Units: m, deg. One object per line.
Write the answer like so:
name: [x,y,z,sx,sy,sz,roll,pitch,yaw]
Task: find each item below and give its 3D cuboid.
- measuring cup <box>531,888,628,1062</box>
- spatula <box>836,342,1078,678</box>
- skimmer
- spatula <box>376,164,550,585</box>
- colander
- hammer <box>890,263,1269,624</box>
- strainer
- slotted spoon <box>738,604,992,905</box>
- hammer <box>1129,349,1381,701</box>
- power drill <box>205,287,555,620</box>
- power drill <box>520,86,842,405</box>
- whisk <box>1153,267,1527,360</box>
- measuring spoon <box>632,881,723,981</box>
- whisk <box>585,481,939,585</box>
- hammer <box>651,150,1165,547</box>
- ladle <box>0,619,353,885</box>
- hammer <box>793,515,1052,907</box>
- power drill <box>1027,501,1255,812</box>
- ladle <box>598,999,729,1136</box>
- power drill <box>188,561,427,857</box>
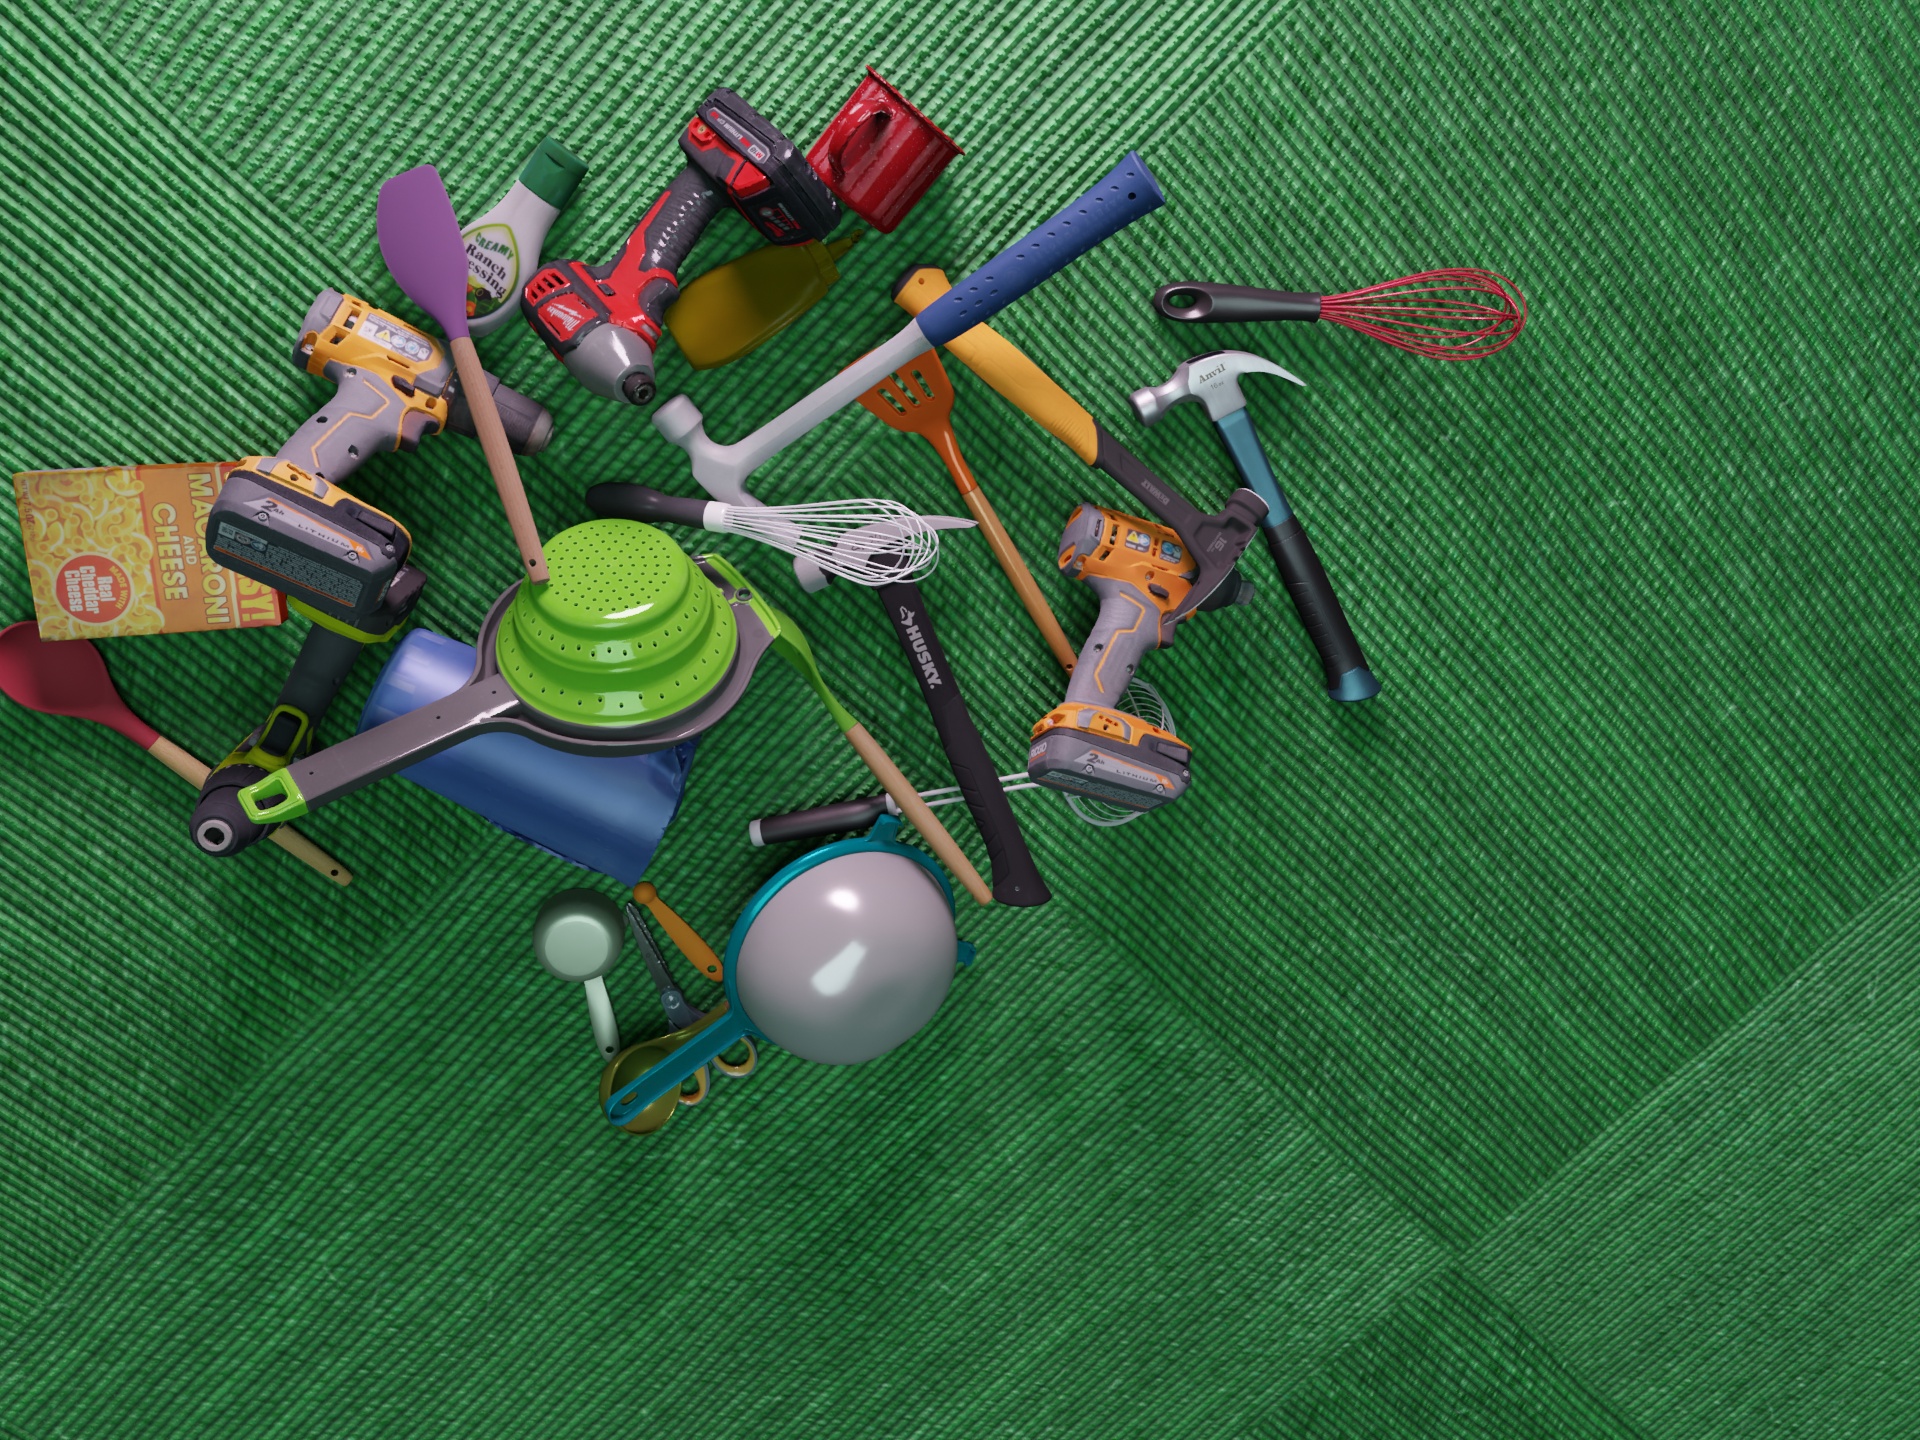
measuring cup: [-0.314,0.225,1.350,0.083,0.038,0.167,-11,108,-4]
spatula: [0.017,-0.159,1.262,0.081,0.041,0.322,-24,113,19]
skimmer: [0.004,0.052,1.342,0.363,0.090,0.127,-11,106,7]
spatula: [-0.345,-0.242,1.115,0.060,0.018,0.316,-21,84,5]
colander: [-0.317,-0.045,1.121,0.397,0.205,0.094,-28,147,-26]
hammer: [0.079,-0.221,1.215,0.337,0.034,0.127,40,70,-7]
strainer: [-0.133,0.244,1.299,0.340,0.095,0.210,-35,129,-10]
slotted spoon: [-0.072,0.026,1.277,0.031,0.070,0.313,-40,99,-14]
hammer: [0.265,-0.152,1.306,0.128,0.033,0.330,-29,111,4]
power drill: [-0.400,-0.182,1.115,0.185,0.226,0.084,25,143,-19]
power drill: [-0.198,-0.322,1.116,0.219,0.143,0.078,-43,148,3]
whisk: [0.297,-0.321,1.241,0.296,0.073,0.073,2,109,-3]
measuring spoon: [-0.240,0.183,1.361,0.021,0.011,0.116,-35,110,5]
whisk: [-0.152,-0.147,1.197,0.284,0.070,0.070,10,109,13]
hammer: [-0.031,-0.273,1.162,0.405,0.035,0.144,-30,114,21]
ladle: [-0.609,0.033,1.247,0.315,0.031,0.069,42,87,-21]
hammer: [-0.002,-0.004,1.267,0.146,0.035,0.334,-21,98,12]
power drill: [0.146,-0.048,1.261,0.164,0.084,0.227,15,74,-13]
ladle: [-0.173,0.236,1.354,0.320,0.062,0.078,-37,123,-2]
power drill: [-0.485,-0.014,1.165,0.080,0.191,0.228,27,99,-15]
